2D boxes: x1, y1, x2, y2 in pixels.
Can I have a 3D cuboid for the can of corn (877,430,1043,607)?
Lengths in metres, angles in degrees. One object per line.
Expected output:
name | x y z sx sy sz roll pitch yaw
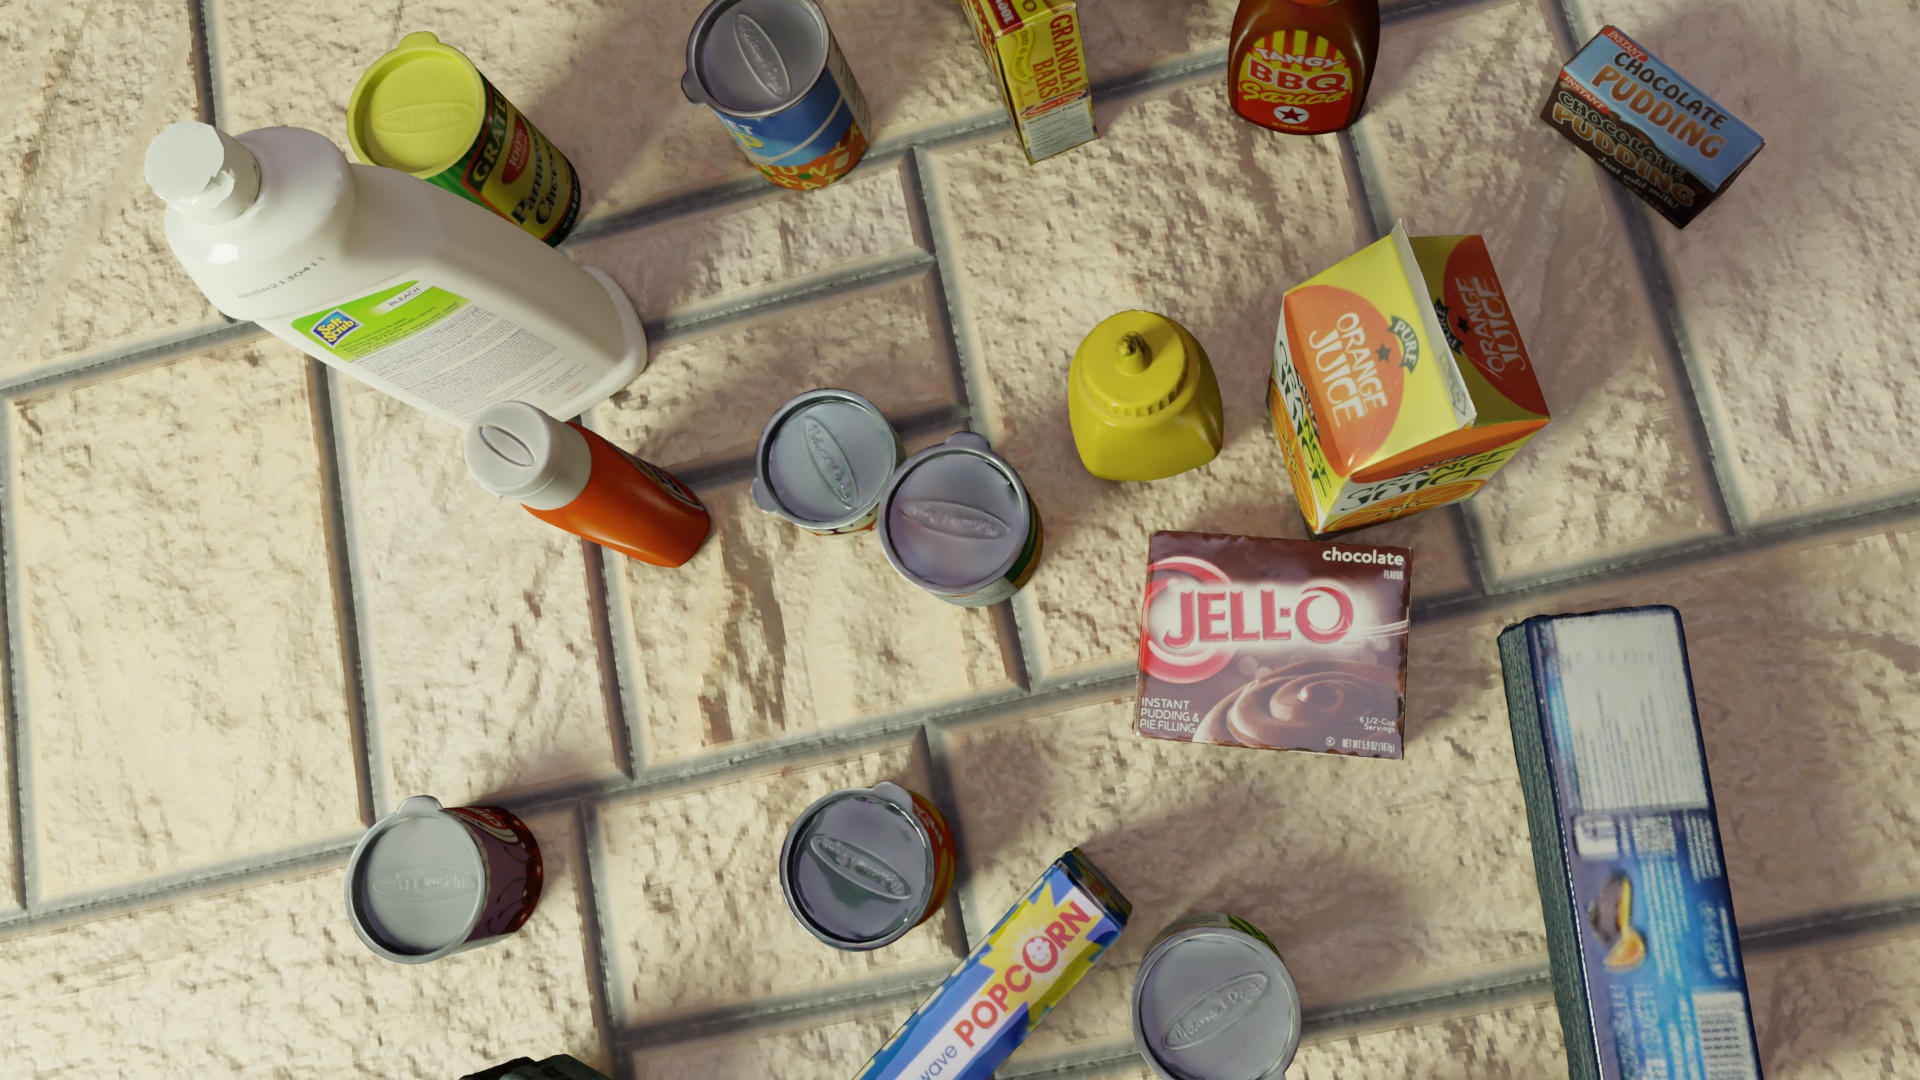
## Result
can of corn | 0.002 -0.008 0.617 0.071 0.058 0.071 -2 80 9

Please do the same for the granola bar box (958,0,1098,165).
granola bar box | 0.010 -0.270 0.627 0.039 0.124 0.166 -22 78 5

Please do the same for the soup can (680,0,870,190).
soup can | -0.085 -0.210 0.653 0.071 0.083 0.071 -2 80 9

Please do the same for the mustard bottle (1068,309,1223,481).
mustard bottle | 0.074 -0.060 0.562 0.065 0.160 0.049 -9 79 8

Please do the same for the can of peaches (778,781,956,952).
can of peaches | -0.037 0.137 0.598 0.071 0.058 0.071 -2 80 9

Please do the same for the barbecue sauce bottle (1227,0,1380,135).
barbecue sauce bottle | 0.146 -0.222 0.584 0.065 0.148 0.044 12 83 11

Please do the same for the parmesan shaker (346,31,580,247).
parmesan shaker | -0.232 -0.184 0.663 0.071 0.103 0.071 -2 80 9

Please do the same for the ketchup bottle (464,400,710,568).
ketchup bottle | -0.161 -0.024 0.600 0.065 0.148 0.043 33 87 13

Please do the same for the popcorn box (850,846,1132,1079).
popcorn box | 0.014 0.186 0.567 0.038 0.085 0.127 43 89 13

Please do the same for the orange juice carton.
orange juice carton | 0.165 -0.056 0.529 0.073 0.192 0.072 -16 79 7

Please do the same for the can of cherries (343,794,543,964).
can of cherries | -0.230 0.151 0.627 0.071 0.058 0.071 -2 80 9

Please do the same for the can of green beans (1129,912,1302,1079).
can of green beans | 0.103 0.188 0.566 0.071 0.058 0.071 -2 80 9

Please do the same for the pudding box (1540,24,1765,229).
pudding box | 0.298 -0.179 0.602 0.030 0.049 0.084 -44 77 0

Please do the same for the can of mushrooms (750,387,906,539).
can of mushrooms | -0.061 -0.034 0.644 0.071 0.033 0.071 -2 80 9
